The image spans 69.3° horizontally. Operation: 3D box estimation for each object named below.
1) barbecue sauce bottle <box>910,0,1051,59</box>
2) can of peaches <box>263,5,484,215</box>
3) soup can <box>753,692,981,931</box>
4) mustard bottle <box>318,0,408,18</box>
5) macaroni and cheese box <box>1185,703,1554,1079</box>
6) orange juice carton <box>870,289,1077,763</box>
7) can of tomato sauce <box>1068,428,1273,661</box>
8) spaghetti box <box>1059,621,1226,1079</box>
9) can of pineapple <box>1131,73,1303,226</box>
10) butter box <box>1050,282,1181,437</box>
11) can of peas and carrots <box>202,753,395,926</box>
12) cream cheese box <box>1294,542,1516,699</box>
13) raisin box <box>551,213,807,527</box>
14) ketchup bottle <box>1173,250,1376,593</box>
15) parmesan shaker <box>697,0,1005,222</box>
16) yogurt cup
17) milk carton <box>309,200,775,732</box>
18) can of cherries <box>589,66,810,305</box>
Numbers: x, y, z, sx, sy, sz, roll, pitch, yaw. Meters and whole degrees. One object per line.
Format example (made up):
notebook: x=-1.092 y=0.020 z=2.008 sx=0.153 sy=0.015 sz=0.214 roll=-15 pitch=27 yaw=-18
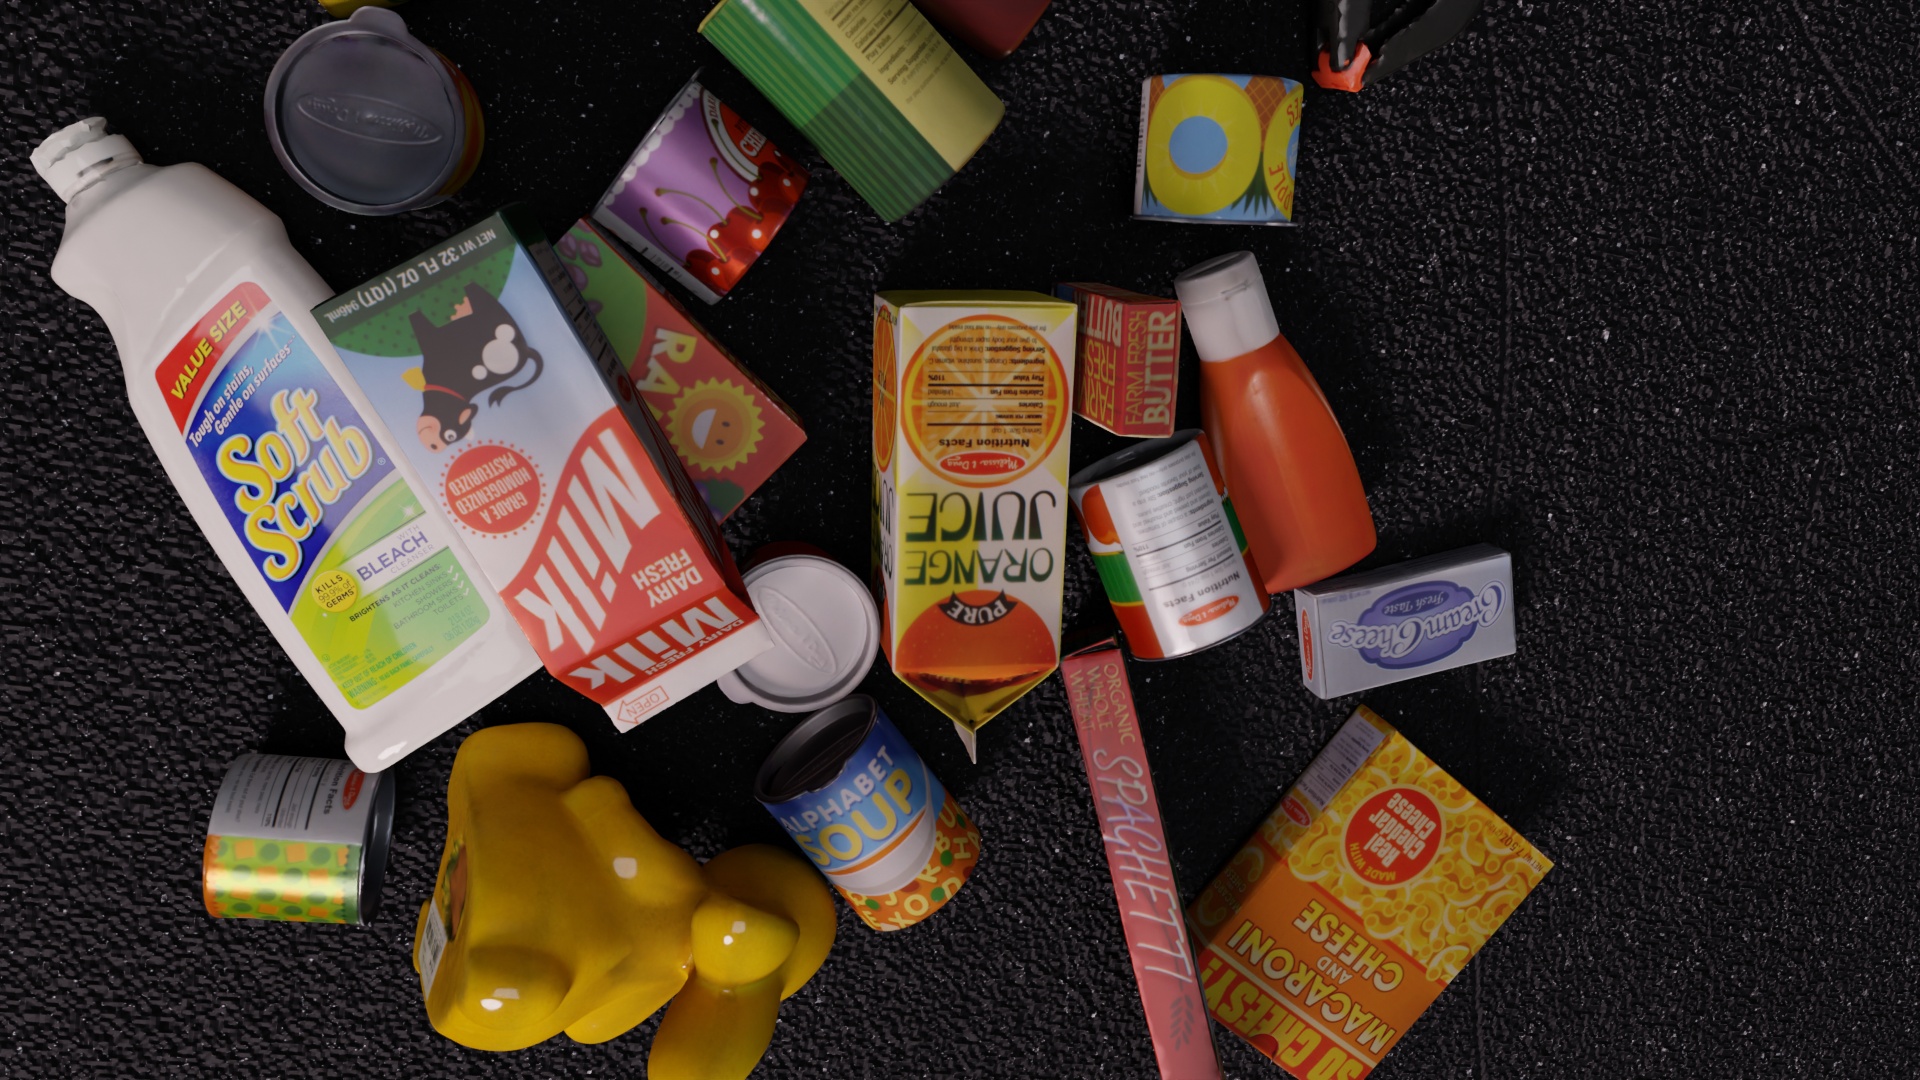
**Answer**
barbecue sauce bottle: x=-0.026 y=-0.255 z=0.535 sx=0.148 sy=0.044 sz=0.065 roll=33 pitch=95 yaw=-17
can of peaches: x=-0.212 y=-0.156 z=0.512 sx=0.071 sy=0.058 sz=0.071 roll=-3 pitch=104 yaw=-11
soup can: x=-0.040 y=0.121 z=0.612 sx=0.071 sy=0.071 sz=0.083 roll=-37 pitch=109 yaw=-1
mustard bottle: x=-0.164 y=-0.241 z=0.499 sx=0.160 sy=0.065 sz=0.048 roll=-28 pitch=104 yaw=-8
macaroni and cheese box: x=0.195 y=0.184 z=0.694 sx=0.123 sy=0.040 sz=0.166 roll=38 pitch=93 yaw=-17
orange juice carton: x=0.002 y=-0.007 z=0.588 sx=0.073 sy=0.072 sz=0.192 roll=-1 pitch=104 yaw=-11
can of tomato sauce: x=0.090 y=0.001 z=0.608 sx=0.071 sy=0.071 sz=0.083 roll=-24 pitch=99 yaw=-5
spaghetti box: x=0.087 y=0.162 z=0.634 sx=0.029 sy=0.050 sz=0.249 roll=-13 pitch=95 yaw=7
can of pineapple: x=0.108 y=-0.160 z=0.574 sx=0.071 sy=0.071 sz=0.057 roll=0 pitch=104 yaw=-12
butter box: x=0.060 y=-0.076 z=0.566 sx=0.024 sy=0.104 sz=0.053 roll=-1 pitch=104 yaw=-12
can of peas and carrots: x=-0.268 y=0.124 z=0.567 sx=0.059 sy=0.071 sz=0.070 roll=7 pitch=103 yaw=-13
cream cheese box: x=0.215 y=0.038 z=0.670 sx=0.104 sy=0.024 sz=0.053 roll=-12 pitch=107 yaw=-9
raisin box: x=-0.135 y=-0.057 z=0.563 sx=0.086 sy=0.040 sz=0.123 roll=-45 pitch=107 yaw=2
ketchup bottle: x=0.136 y=-0.053 z=0.620 sx=0.065 sy=0.043 sz=0.148 roll=-23 pitch=107 yaw=-3
parmesan shaker: x=-0.042 y=-0.180 z=0.536 sx=0.071 sy=0.071 sz=0.103 roll=-45 pitch=109 yaw=2
yogurt cup: x=-0.071 y=0.033 z=0.592 sx=0.072 sy=0.054 sz=0.072 roll=-3 pitch=105 yaw=-11
milk carton: x=-0.144 y=-0.021 z=0.510 sx=0.072 sy=0.073 sz=0.190 roll=-29 pitch=108 yaw=-2
can of cherries: x=-0.098 y=-0.136 z=0.536 sx=0.058 sy=0.071 sz=0.071 roll=37 pitch=94 yaw=-18
